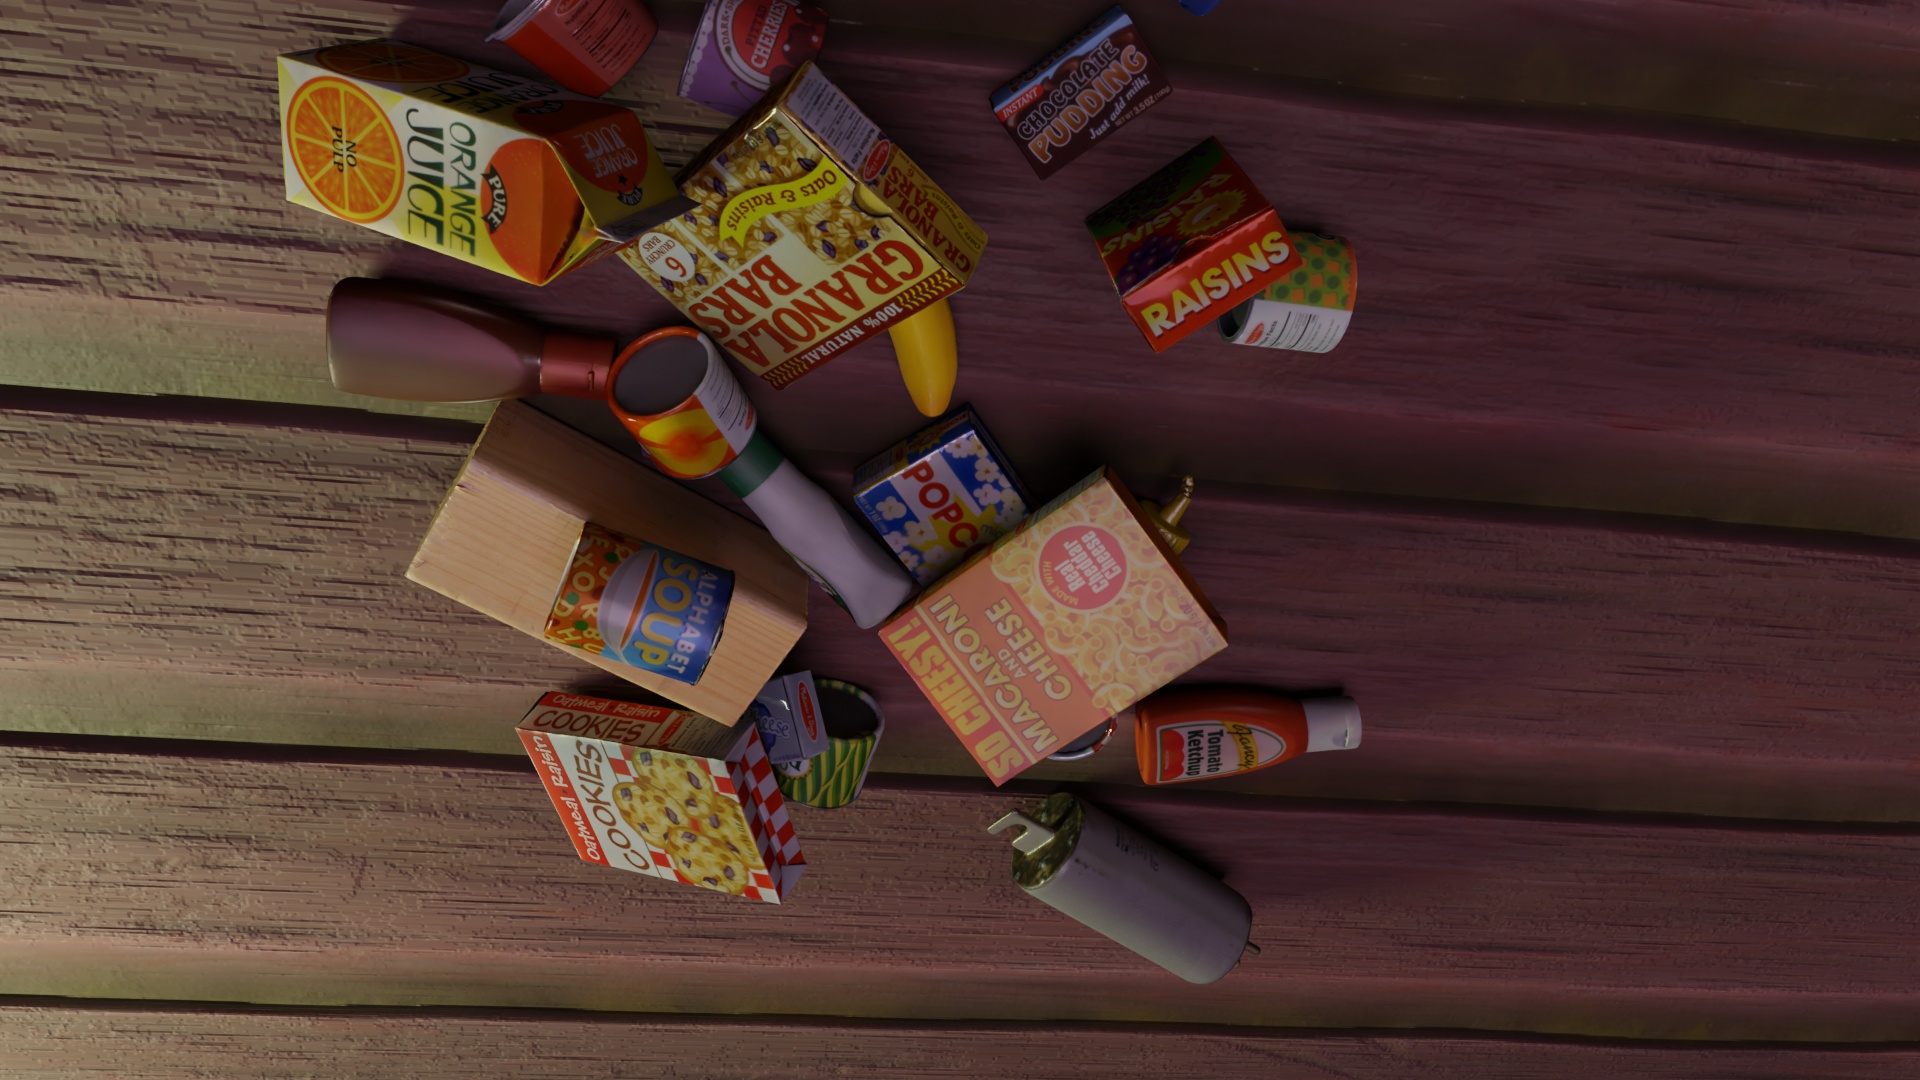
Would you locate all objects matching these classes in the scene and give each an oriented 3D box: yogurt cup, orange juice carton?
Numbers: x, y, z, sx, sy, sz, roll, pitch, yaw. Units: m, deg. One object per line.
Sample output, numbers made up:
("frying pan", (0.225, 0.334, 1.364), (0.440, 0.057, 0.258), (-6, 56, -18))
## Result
("yogurt cup", (-0.185, -0.252, 0.676), (0.072, 0.073, 0.054), (-37, 125, 16))
("orange juice carton", (-0.224, -0.179, 0.667), (0.193, 0.072, 0.072), (20, 121, 14))

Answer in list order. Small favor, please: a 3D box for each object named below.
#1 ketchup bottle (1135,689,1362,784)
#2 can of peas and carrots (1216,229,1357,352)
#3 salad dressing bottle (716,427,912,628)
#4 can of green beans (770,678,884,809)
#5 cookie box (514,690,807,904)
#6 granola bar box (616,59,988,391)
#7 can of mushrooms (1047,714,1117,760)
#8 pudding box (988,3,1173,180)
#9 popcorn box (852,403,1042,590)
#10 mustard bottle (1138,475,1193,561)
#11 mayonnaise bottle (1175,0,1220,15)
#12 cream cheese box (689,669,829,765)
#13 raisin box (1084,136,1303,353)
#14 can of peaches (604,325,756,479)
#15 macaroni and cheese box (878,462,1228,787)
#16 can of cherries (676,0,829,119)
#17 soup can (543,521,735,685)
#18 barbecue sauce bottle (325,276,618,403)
("ketchup bottle", (0.195, 0.130, 0.948), (0.149, 0.044, 0.064), (-5, 121, -2))
("can of peas and carrots", (0.180, -0.142, 0.772), (0.059, 0.071, 0.070), (5, 120, -8))
("salad dressing bottle", (-0.093, -0.012, 0.829), (0.044, 0.064, 0.147), (-43, 106, 1))
("can of green beans", (-0.088, 0.133, 0.911), (0.071, 0.071, 0.057), (14, 118, -13))
("cookie box", (-0.192, 0.163, 0.894), (0.167, 0.040, 0.122), (4, 126, 27))
("granola bar box", (-0.087, -0.152, 0.710), (0.124, 0.039, 0.165), (40, 143, -25))
("can of mushrooms", (0.071, 0.112, 0.932), (0.071, 0.033, 0.070), (-2, 121, -3))
("pudding box", (0.062, -0.234, 0.726), (0.083, 0.030, 0.049), (-32, 117, 13))
("popcorn box", (0.003, -0.011, 0.850), (0.085, 0.038, 0.126), (-30, 119, 12))
("mustard bottle", (0.098, 0.025, 0.866), (0.049, 0.065, 0.159), (31, 111, -16))
("mayonnaise bottle", (0.065, -0.304, 0.668), (0.148, 0.065, 0.041), (22, 116, -21))
("cream cheese box", (-0.130, 0.117, 0.881), (0.103, 0.024, 0.053), (-17, 86, 42))
("raisin box", (0.118, -0.157, 0.723), (0.086, 0.124, 0.040), (-30, 119, 13))
("can of peaches", (-0.157, -0.076, 0.770), (0.071, 0.071, 0.058), (-18, 146, 6))
("macaroni and cheese box", (0.055, 0.052, 0.824), (0.166, 0.040, 0.123), (-35, 98, 17))
("can of cherries", (-0.102, -0.241, 0.684), (0.058, 0.072, 0.071), (19, 118, -16))
("soup can", (-0.170, 0.034, 0.737), (0.084, 0.072, 0.071), (20, 117, -16))
("barbecue sauce bottle", (-0.267, -0.104, 0.768), (0.149, 0.044, 0.064), (7, 121, -9))
